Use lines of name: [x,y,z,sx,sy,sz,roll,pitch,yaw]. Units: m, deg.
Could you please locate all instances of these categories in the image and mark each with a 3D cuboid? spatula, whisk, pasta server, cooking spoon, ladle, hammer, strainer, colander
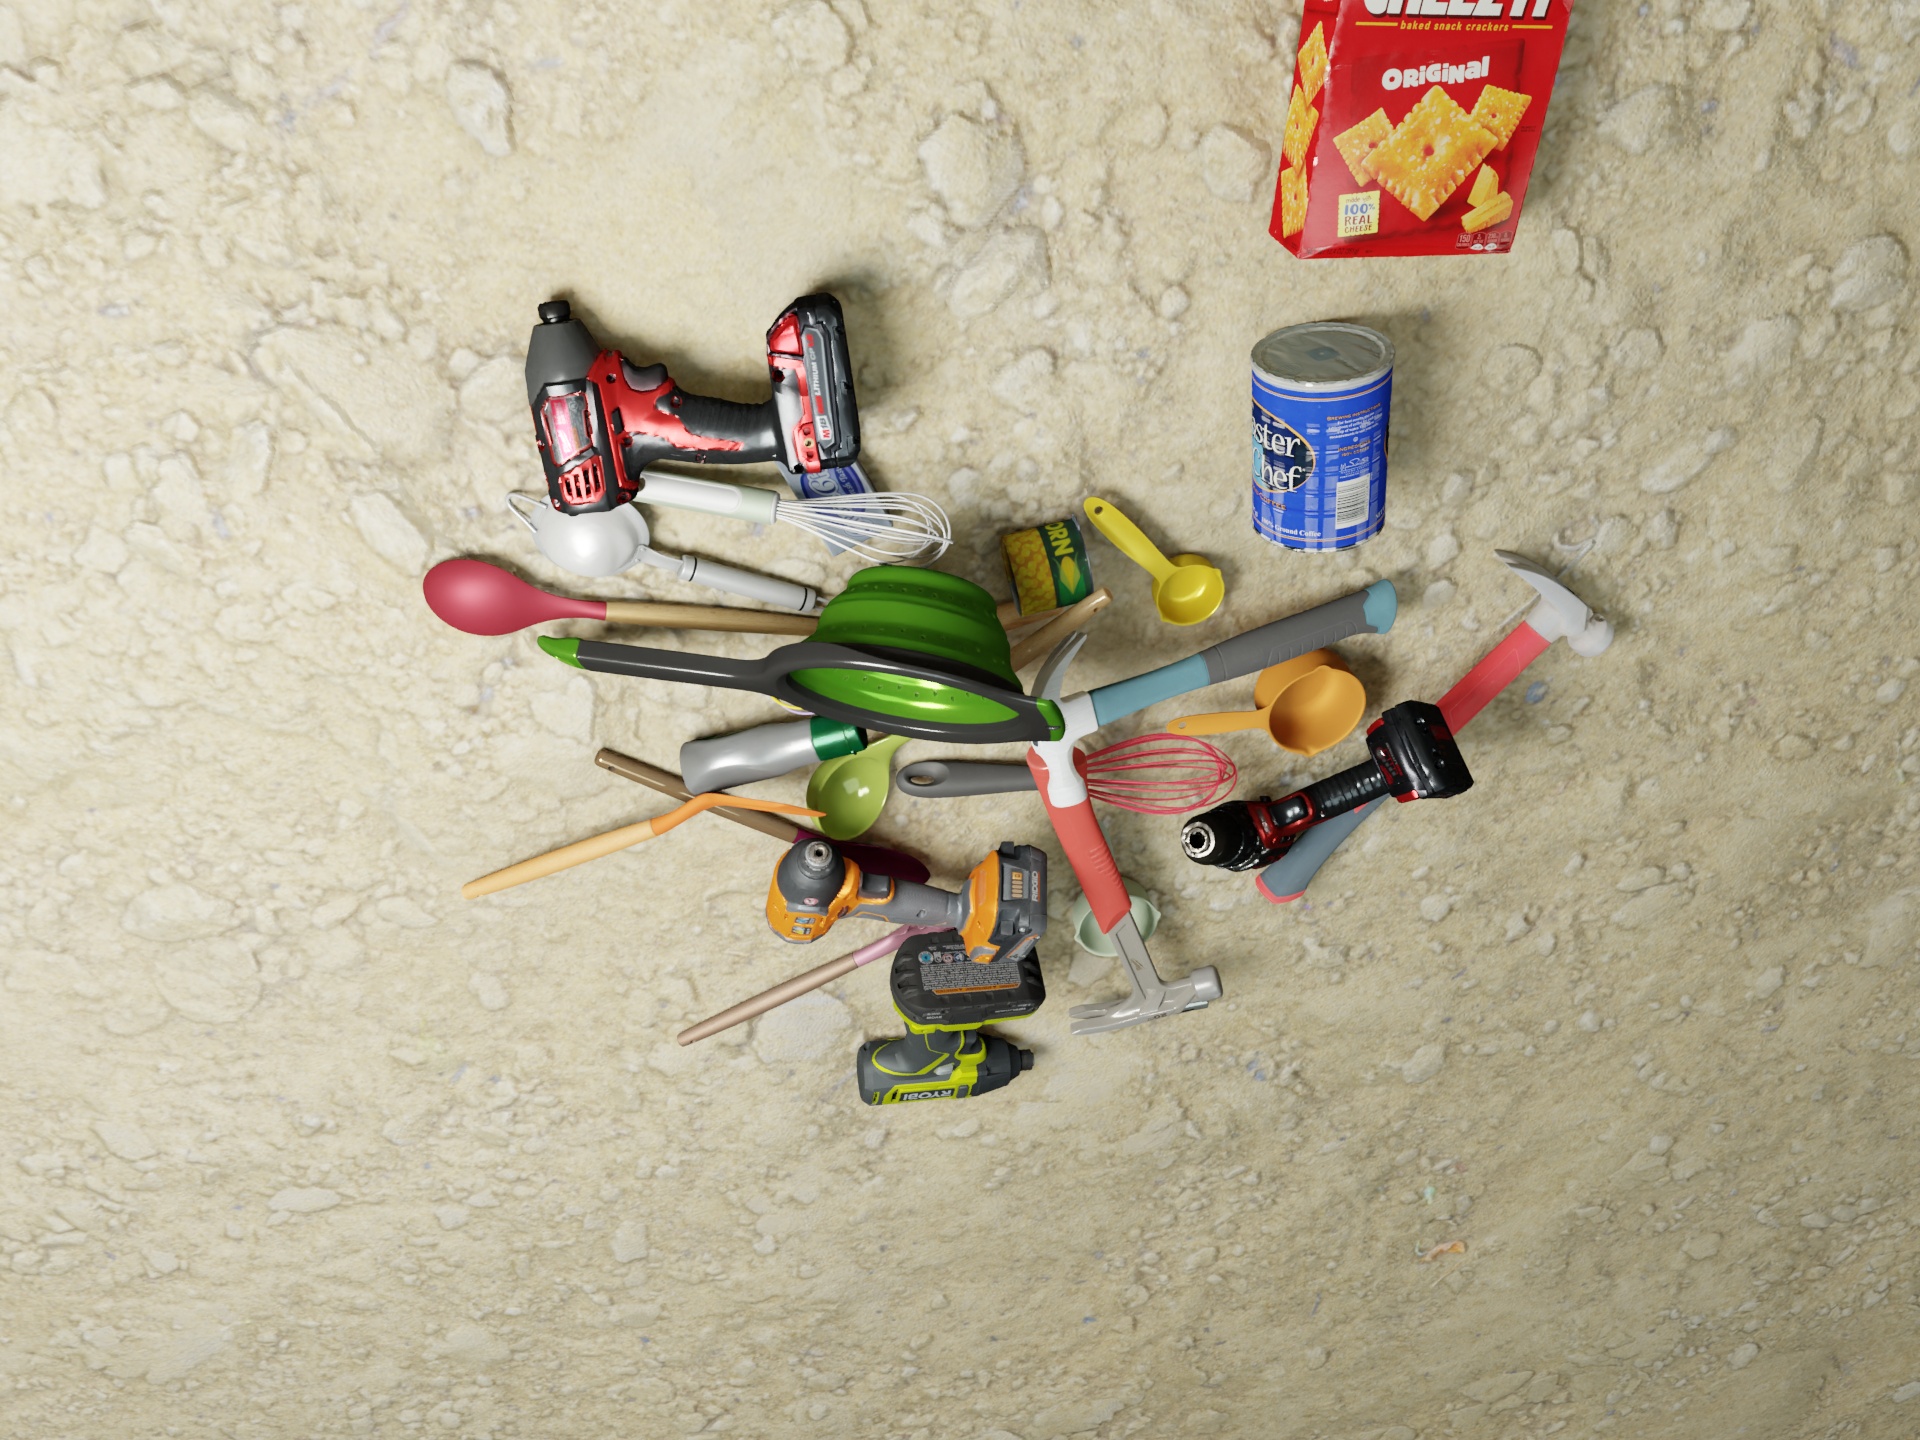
spatula: [-0.267,0.103,1.294,0.322,0.041,0.081,-19,166,15]
whisk: [-0.037,-0.063,1.263,0.245,0.047,0.051,-18,130,-6]
pasta server: [-0.118,0.237,1.459,0.316,0.040,0.060,-25,139,7]
cooking spoon: [-0.164,0.088,1.352,0.318,0.017,0.068,25,132,-27]
ladle: [-0.002,-0.004,1.266,0.320,0.062,0.078,-35,146,26]
hammer: [0.118,0.152,1.394,0.149,0.037,0.358,-16,131,12]
whisk: [0.092,0.048,1.362,0.296,0.073,0.073,-1,126,-6]
whisk: [-0.126,-0.151,1.144,0.246,0.059,0.058,10,93,0]
strainer: [-0.211,-0.115,1.184,0.258,0.050,0.086,14,137,-25]
hammer: [0.207,-0.044,1.278,0.331,0.033,0.128,-20,103,-14]
colander: [-0.114,-0.063,1.166,0.397,0.094,0.204,8,167,10]
ladle: [-0.244,-0.081,1.209,0.315,0.031,0.069,3,134,-18]
hammer: [0.395,0.020,1.423,0.143,0.038,0.386,30,114,-28]

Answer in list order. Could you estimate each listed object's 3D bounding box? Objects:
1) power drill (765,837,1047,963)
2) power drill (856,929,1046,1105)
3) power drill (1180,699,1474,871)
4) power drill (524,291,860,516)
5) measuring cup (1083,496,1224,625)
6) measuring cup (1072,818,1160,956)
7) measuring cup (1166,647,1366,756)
power drill: [-0.045,0.143,1.327,0.226,0.084,0.164,5,156,-8]
power drill: [0.000,0.283,1.475,0.171,0.080,0.223,-2,143,-13]
power drill: [0.300,0.066,1.341,0.226,0.080,0.187,-28,165,25]
power drill: [-0.183,-0.224,1.081,0.219,0.079,0.143,-8,109,-1]
measuring cup: [0.148,-0.134,1.262,0.062,0.029,0.156,-42,121,17]
measuring cup: [0.132,0.144,1.452,0.083,0.038,0.167,-16,125,-1]
measuring cup: [0.254,-0.016,1.356,0.173,0.052,0.095,-6,126,-6]
